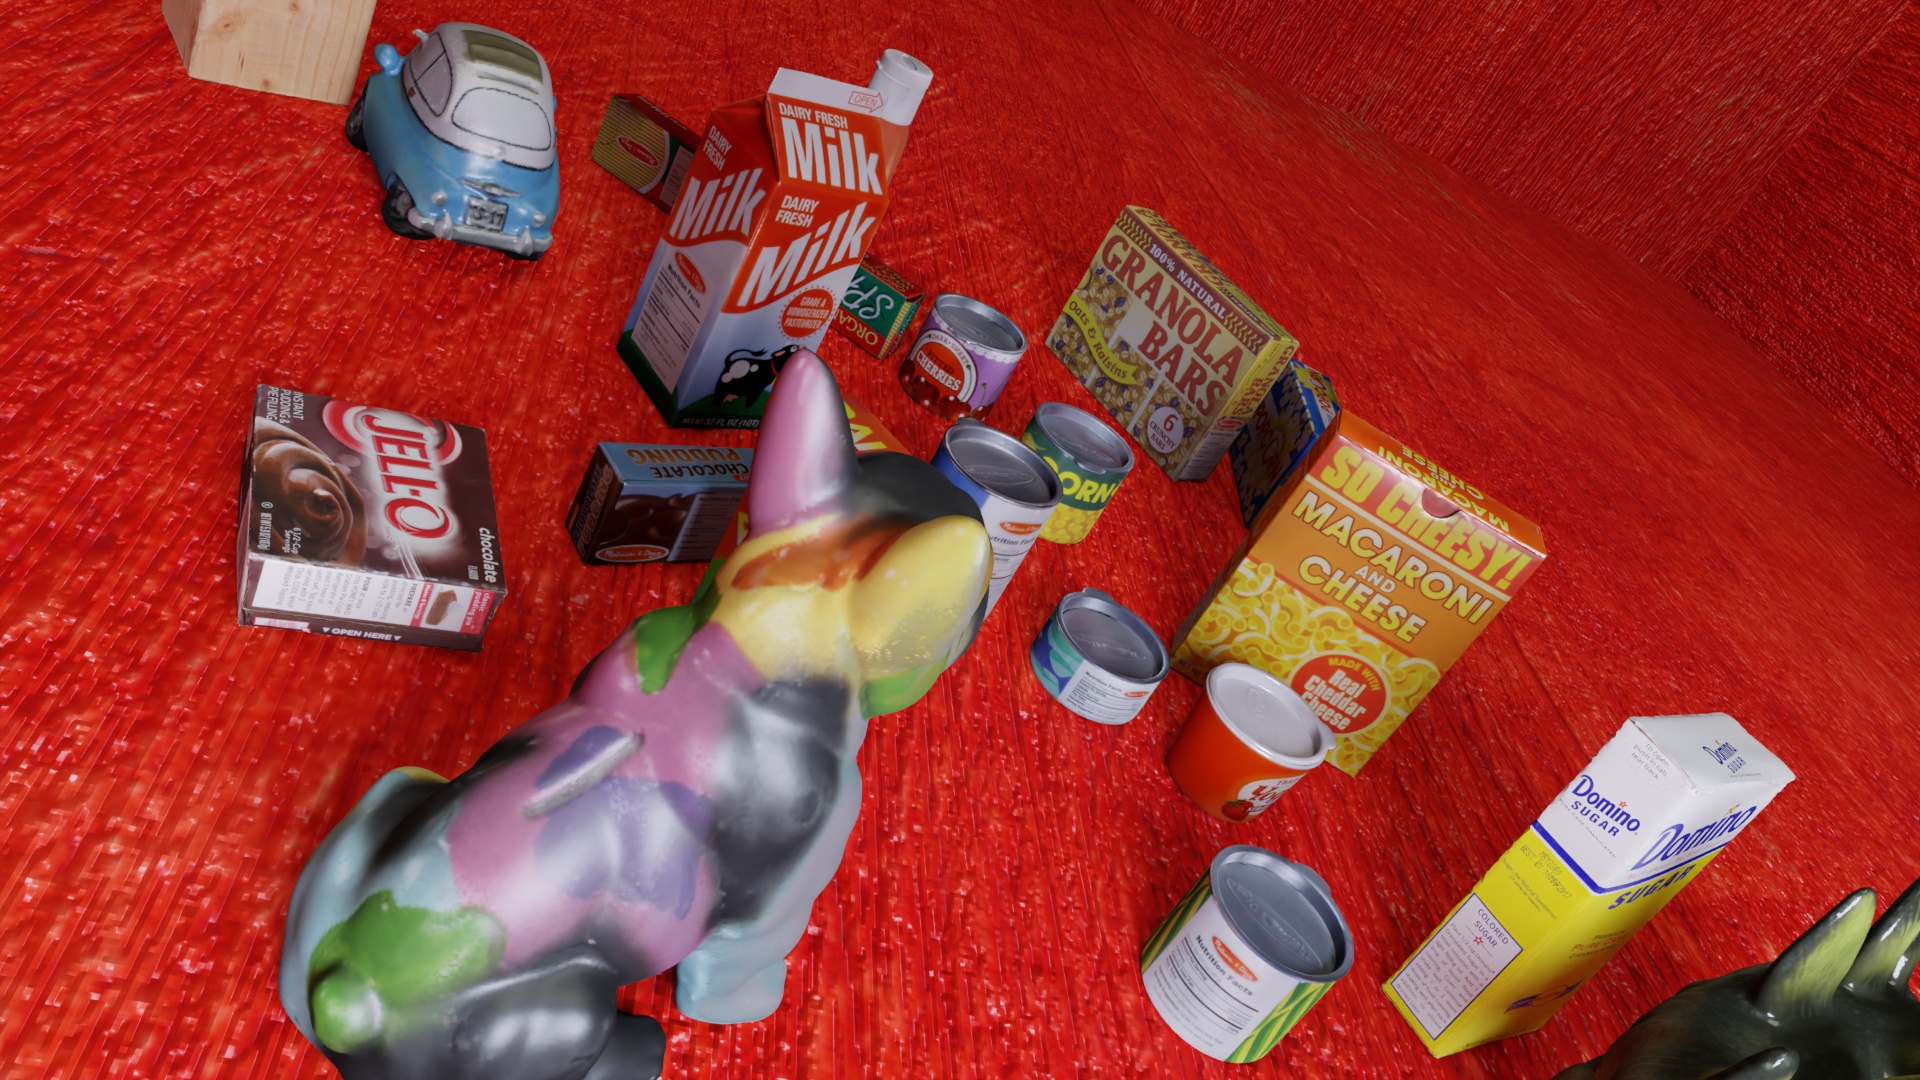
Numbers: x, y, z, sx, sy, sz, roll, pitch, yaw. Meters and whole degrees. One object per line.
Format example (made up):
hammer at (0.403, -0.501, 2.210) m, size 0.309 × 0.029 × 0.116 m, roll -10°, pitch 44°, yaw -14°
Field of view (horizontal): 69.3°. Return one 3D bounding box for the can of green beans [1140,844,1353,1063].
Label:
can of green beans at (0.115, 0.168, 0.565) m, size 0.071 × 0.057 × 0.071 m, roll 22°, pitch 31°, yaw -14°

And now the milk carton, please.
milk carton at (-0.103, -0.153, 0.721) m, size 0.072 × 0.189 × 0.073 m, roll -3°, pitch 44°, yaw -44°

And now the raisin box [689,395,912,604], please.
raisin box at (-0.057, 0.013, 0.580) m, size 0.040 × 0.122 × 0.086 m, roll -8°, pitch 47°, yaw -48°

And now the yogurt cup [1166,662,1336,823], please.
yogurt cup at (0.139, 0.102, 0.688) m, size 0.072 × 0.053 × 0.073 m, roll 22°, pitch 31°, yaw -14°

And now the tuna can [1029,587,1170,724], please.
tuna can at (0.070, 0.059, 0.714) m, size 0.071 × 0.032 × 0.071 m, roll 22°, pitch 31°, yaw -14°

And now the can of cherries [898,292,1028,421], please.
can of cherries at (0.000, -0.116, 0.888) m, size 0.071 × 0.058 × 0.072 m, roll 22°, pitch 31°, yaw -14°

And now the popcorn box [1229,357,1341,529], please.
popcorn box at (0.235, -0.065, 0.993) m, size 0.038 × 0.084 × 0.127 m, roll 25°, pitch 30°, yaw -11°

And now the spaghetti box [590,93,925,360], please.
spaghetti box at (-0.135, -0.208, 0.916) m, size 0.250 × 0.050 × 0.029 m, roll 36°, pitch 30°, yaw 9°

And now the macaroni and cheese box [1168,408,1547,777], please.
macaroni and cheese box at (0.207, 0.032, 0.743) m, size 0.124 × 0.165 × 0.040 m, roll 31°, pitch 30°, yaw 1°

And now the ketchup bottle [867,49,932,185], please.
ketchup bottle at (-0.067, -0.264, 0.960) m, size 0.043 × 0.148 × 0.065 m, roll 15°, pitch 33°, yaw -26°

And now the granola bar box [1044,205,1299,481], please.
granola bar box at (0.145, -0.141, 0.988) m, size 0.039 × 0.123 × 0.166 m, roll -1°, pitch 43°, yaw -43°

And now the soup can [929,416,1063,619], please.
soup can at (0.003, -0.009, 0.705) m, size 0.071 × 0.083 × 0.072 m, roll 22°, pitch 31°, yaw -14°

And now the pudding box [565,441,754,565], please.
pudding box at (-0.131, -0.017, 0.632) m, size 0.084 × 0.049 × 0.030 m, roll -2°, pitch 43°, yaw -43°

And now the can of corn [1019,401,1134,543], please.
can of corn at (0.060, -0.038, 0.826) m, size 0.071 × 0.058 × 0.071 m, roll 22°, pitch 31°, yaw -14°
